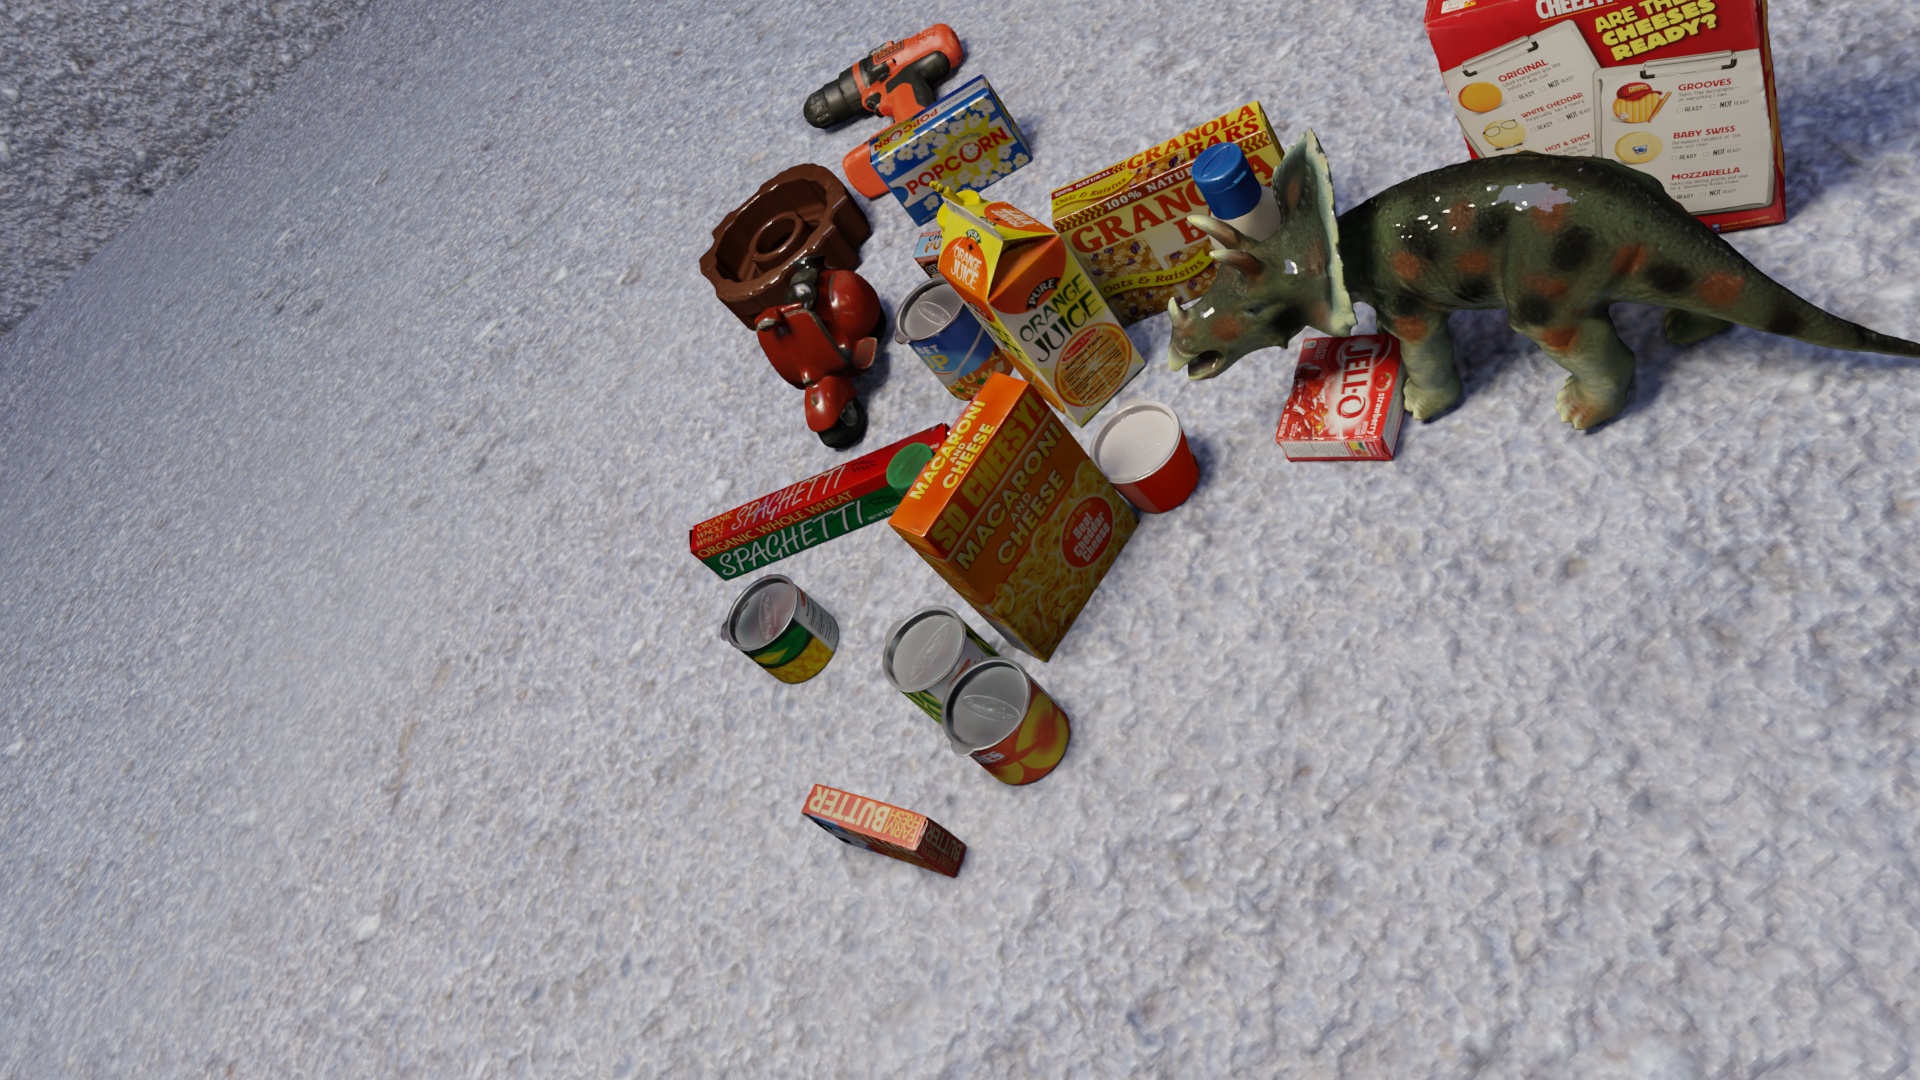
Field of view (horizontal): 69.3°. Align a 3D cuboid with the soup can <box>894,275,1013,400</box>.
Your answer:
[{"bbox_3d":[-0.005,-0.161,1.125,0.071,0.083,0.072,-19,49,24],"label":"soup can"}]

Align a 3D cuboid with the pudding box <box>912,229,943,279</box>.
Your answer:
[{"bbox_3d":[0.007,-0.248,1.207,0.083,0.049,0.030,-1,58,35],"label":"pudding box"}]

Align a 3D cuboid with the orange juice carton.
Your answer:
[{"bbox_3d":[0.052,-0.176,1.016,0.073,0.192,0.072,-44,44,-1],"label":"orange juice carton"}]

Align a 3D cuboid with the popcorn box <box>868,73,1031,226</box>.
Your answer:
[{"bbox_3d":[-0.009,-0.358,1.277,0.126,0.085,0.038,-27,46,17],"label":"popcorn box"}]

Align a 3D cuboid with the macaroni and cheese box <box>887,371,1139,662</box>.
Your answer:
[{"bbox_3d":[0.039,-0.012,0.919,0.040,0.166,0.124,22,73,44],"label":"macaroni and cheese box"}]

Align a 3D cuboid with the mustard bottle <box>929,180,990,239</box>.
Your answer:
[{"bbox_3d":[0.023,-0.229,1.101,0.049,0.160,0.065,-37,44,7],"label":"mustard bottle"}]

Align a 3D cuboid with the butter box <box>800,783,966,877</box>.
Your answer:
[{"bbox_3d":[-0.050,0.190,0.911,0.103,0.053,0.024,7,63,39],"label":"butter box"}]

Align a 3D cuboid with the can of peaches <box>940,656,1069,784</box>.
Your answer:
[{"bbox_3d":[0.029,0.120,0.903,0.071,0.058,0.071,-19,49,23],"label":"can of peaches"}]

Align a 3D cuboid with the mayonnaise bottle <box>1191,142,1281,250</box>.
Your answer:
[{"bbox_3d":[0.205,-0.212,0.966,0.065,0.147,0.041,-48,44,-5],"label":"mayonnaise bottle"}]

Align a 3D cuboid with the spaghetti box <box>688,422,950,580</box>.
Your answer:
[{"bbox_3d":[-0.107,-0.028,1.121,0.249,0.050,0.029,-21,48,22],"label":"spaghetti box"}]

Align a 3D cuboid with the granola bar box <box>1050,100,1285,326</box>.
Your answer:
[{"bbox_3d":[0.167,-0.238,1.030,0.165,0.124,0.039,-19,49,24],"label":"granola bar box"}]

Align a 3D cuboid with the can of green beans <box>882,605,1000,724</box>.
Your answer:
[{"bbox_3d":[-0.011,0.087,0.957,0.071,0.057,0.071,-19,49,23],"label":"can of green beans"}]

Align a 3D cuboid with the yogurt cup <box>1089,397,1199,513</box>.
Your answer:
[{"bbox_3d":[0.131,-0.055,0.967,0.072,0.053,0.073,-19,49,23],"label":"yogurt cup"}]

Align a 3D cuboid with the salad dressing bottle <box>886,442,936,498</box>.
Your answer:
[{"bbox_3d":[0.003,-0.012,0.958,0.064,0.147,0.044,-52,44,-8],"label":"salad dressing bottle"}]

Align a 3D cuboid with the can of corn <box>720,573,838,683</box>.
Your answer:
[{"bbox_3d":[-0.138,0.069,1.062,0.071,0.058,0.071,-19,49,23],"label":"can of corn"}]
